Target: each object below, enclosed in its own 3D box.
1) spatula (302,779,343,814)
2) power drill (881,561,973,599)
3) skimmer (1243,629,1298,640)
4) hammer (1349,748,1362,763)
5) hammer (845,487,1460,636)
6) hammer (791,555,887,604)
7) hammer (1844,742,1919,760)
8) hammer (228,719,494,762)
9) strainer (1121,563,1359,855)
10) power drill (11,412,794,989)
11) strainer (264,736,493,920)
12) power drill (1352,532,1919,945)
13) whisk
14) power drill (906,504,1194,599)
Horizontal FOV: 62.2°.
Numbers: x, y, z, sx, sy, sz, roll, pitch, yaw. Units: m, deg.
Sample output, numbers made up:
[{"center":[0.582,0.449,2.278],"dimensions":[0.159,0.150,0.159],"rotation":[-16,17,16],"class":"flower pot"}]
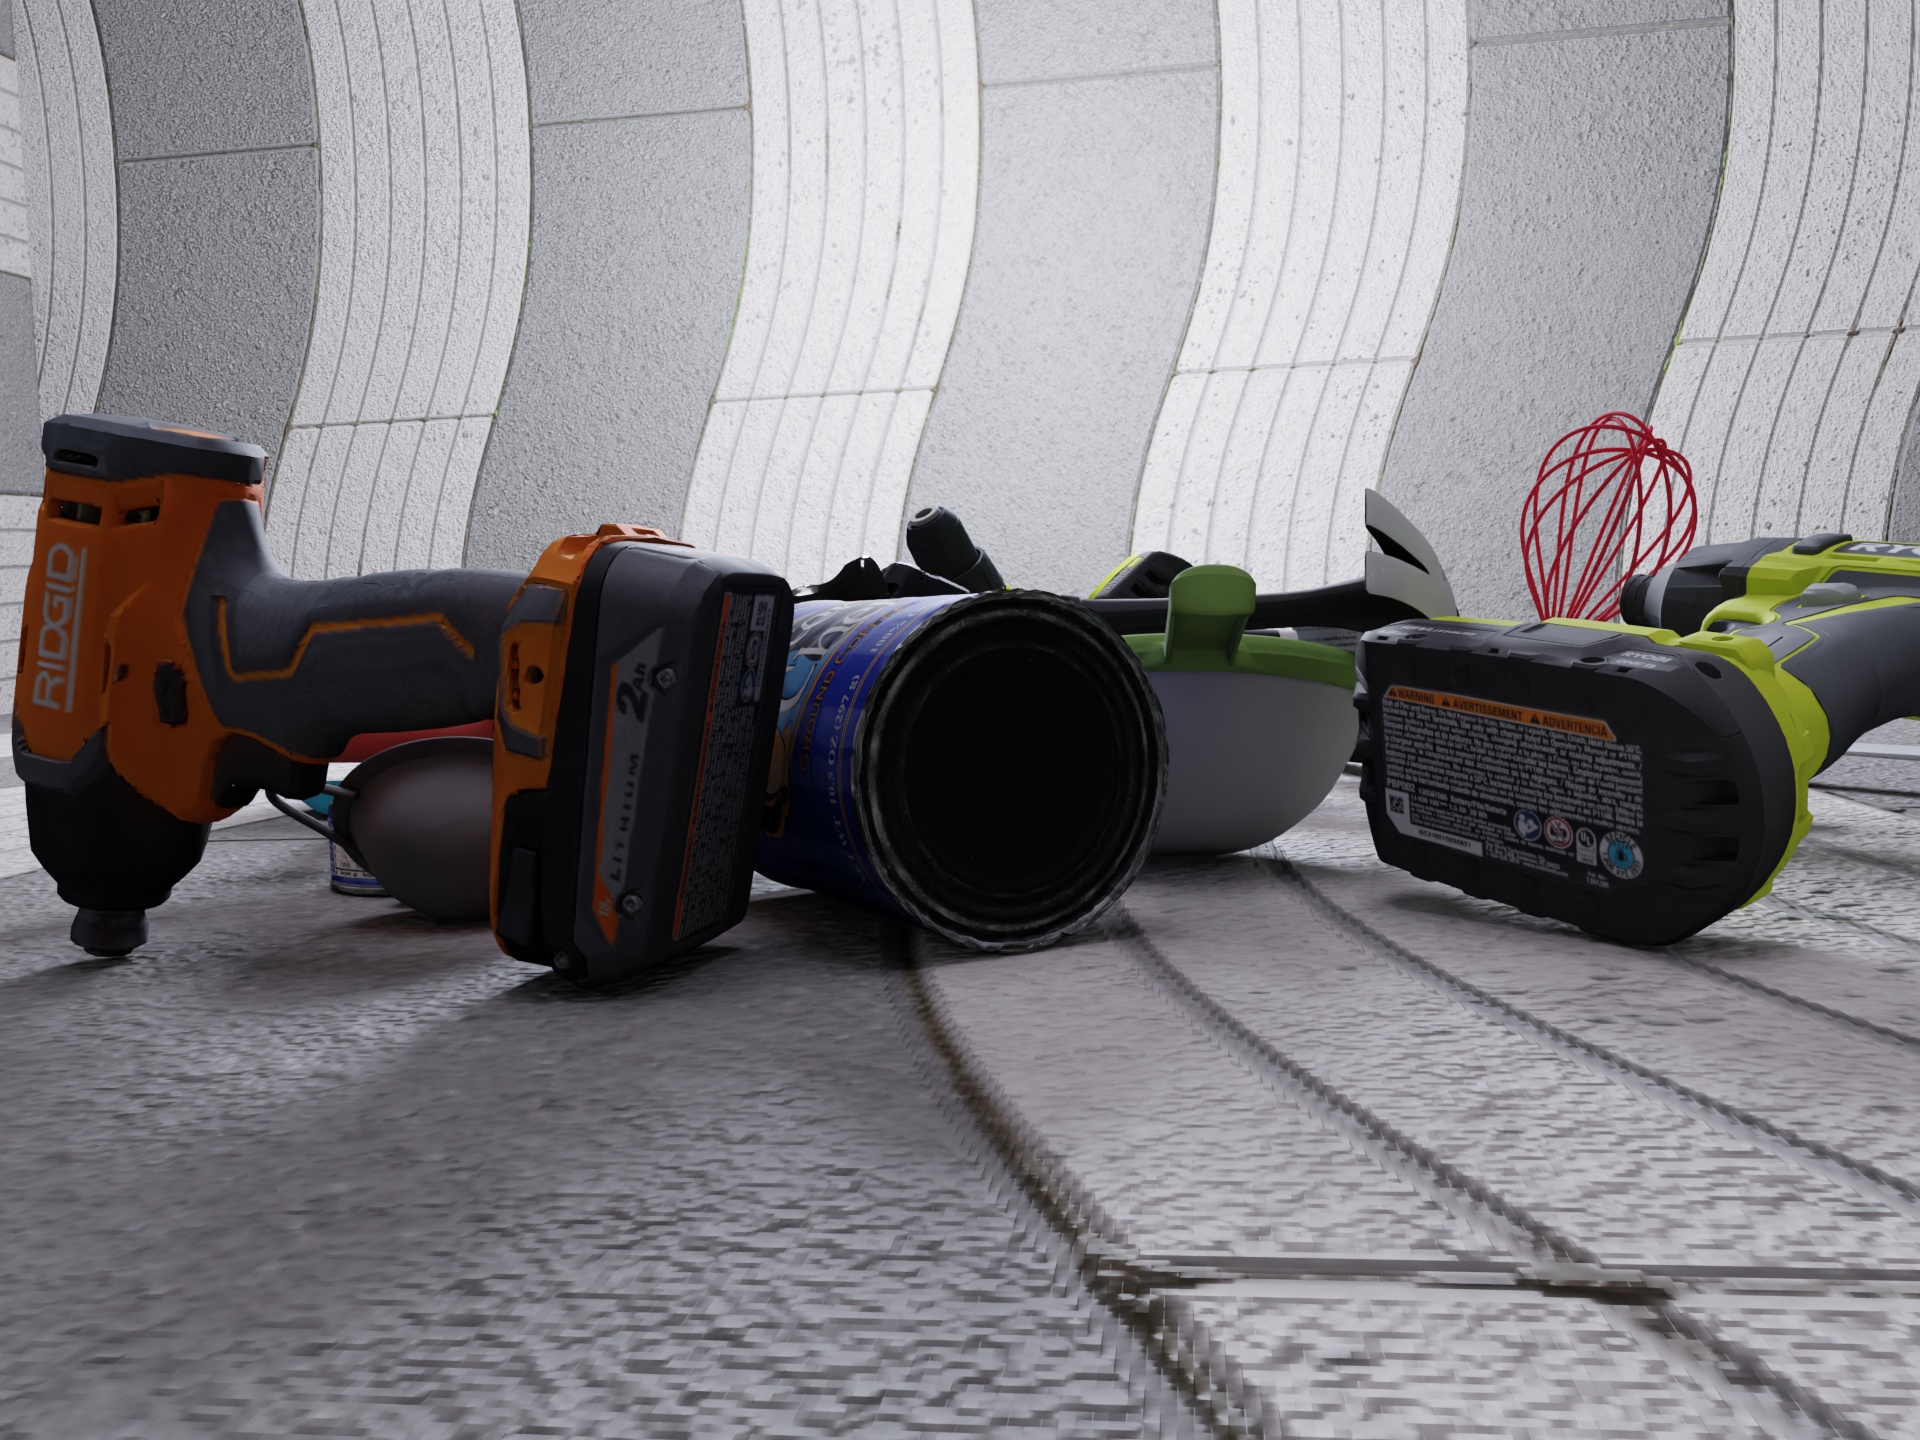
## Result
[{"center":[-0.289,0.009,0.800],"dimensions":[0.082,0.044,0.317],"rotation":[0,-17,-25],"class":"spatula"},{"center":[-0.073,-0.041,1.080],"dimensions":[0.187,0.080,0.227],"rotation":[23,-16,-23],"class":"power drill"},{"center":[-0.001,-0.003,0.857],"dimensions":[0.363,0.090,0.127],"rotation":[-2,6,2],"class":"skimmer"},{"center":[0.236,0.017,0.848],"dimensions":[0.149,0.036,0.409],"rotation":[-4,3,-9],"class":"hammer"},{"center":[0.011,-0.036,0.609],"dimensions":[0.337,0.034,0.127],"rotation":[-3,-12,24],"class":"hammer"},{"center":[-0.156,-0.054,0.831],"dimensions":[0.128,0.033,0.331],"rotation":[-23,-4,20],"class":"hammer"},{"center":[0.404,0.012,0.802],"dimensions":[0.144,0.035,0.405],"rotation":[-4,4,-21],"class":"hammer"},{"center":[-0.140,0.009,0.690],"dimensions":[0.359,0.037,0.149],"rotation":[2,-6,-22],"class":"hammer"},{"center":[0.081,0.008,0.547],"dimensions":[0.151,0.069,0.256],"rotation":[1,-9,6],"class":"strainer"},{"center":[-0.173,0.007,0.463],"dimensions":[0.226,0.164,0.084],"rotation":[12,7,15],"class":"power drill"},{"center":[-0.105,0.044,0.561],"dimensions":[0.258,0.050,0.086],"rotation":[2,-42,-25],"class":"strainer"},{"center":[0.239,-0.012,0.508],"dimensions":[0.223,0.080,0.171],"rotation":[-17,18,-30],"class":"power drill"},{"center":[0.295,-0.047,0.774],"dimensions":[0.073,0.073,0.295],"rotation":[-2,-28,8],"class":"whisk"},{"center":[0.066,-0.061,1.085],"dimensions":[0.229,0.190,0.080],"rotation":[9,45,49],"class":"power drill"}]
